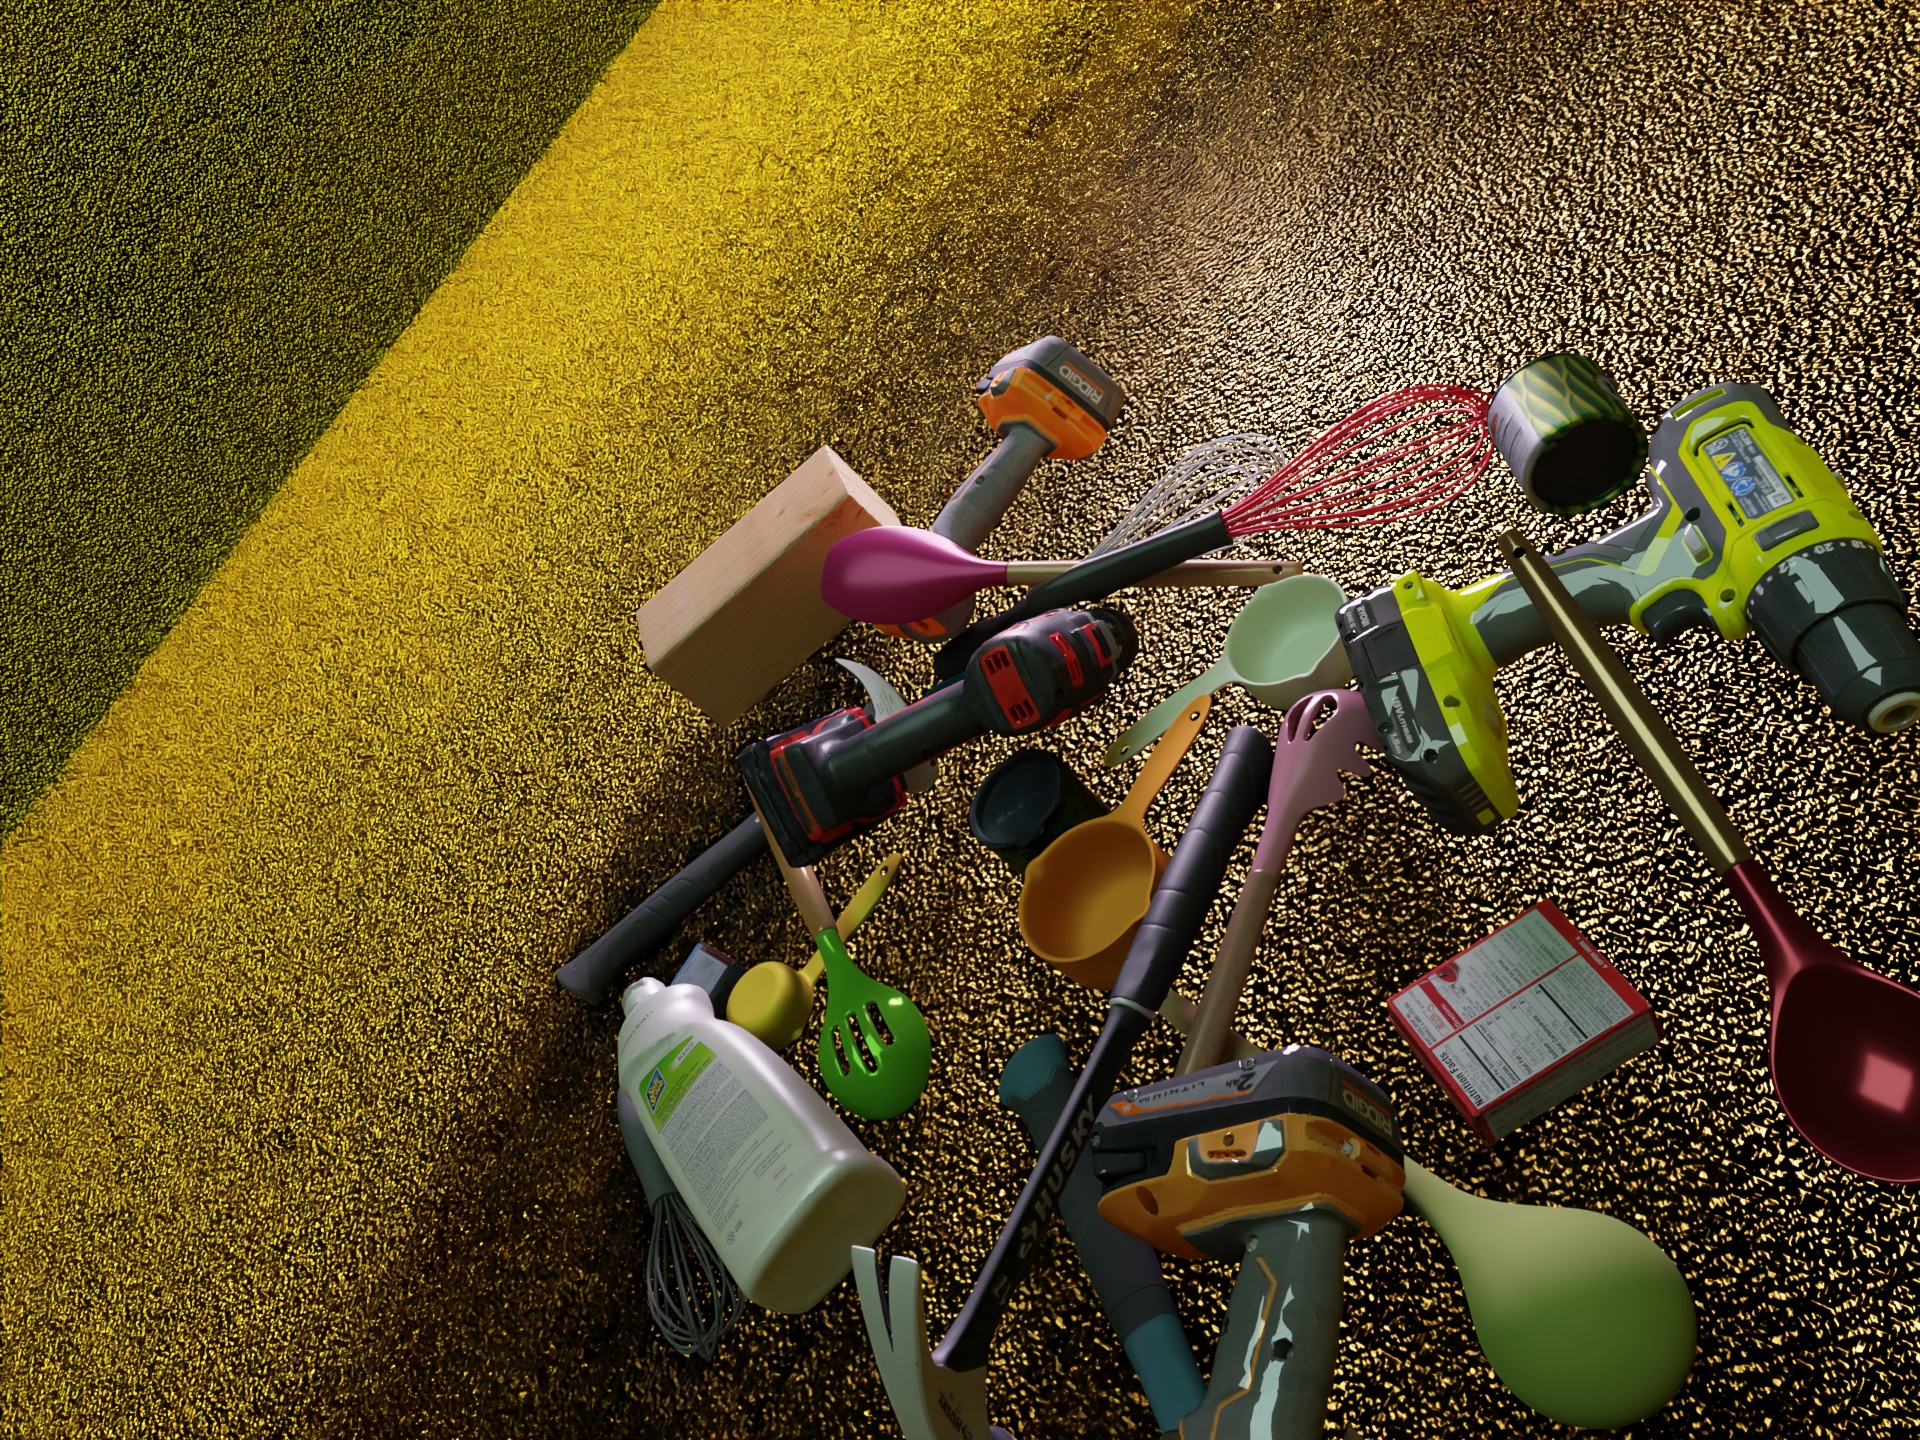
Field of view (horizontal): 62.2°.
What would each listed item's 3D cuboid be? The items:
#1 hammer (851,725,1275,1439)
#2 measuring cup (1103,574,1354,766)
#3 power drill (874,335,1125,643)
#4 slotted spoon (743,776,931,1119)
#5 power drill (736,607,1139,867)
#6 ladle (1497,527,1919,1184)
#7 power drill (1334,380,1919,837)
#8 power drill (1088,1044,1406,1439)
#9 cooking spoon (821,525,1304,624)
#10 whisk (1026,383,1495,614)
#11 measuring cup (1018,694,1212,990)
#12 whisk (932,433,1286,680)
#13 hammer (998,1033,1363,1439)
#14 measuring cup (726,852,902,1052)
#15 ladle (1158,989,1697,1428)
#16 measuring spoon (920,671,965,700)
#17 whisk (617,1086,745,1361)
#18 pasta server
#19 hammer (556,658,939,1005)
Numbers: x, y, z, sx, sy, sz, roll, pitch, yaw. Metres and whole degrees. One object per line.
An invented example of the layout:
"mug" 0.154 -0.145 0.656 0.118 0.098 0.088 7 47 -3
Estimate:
"hammer" 0.070 0.145 0.739 0.036 0.149 0.409 1 41 34
"measuring cup" 0.156 -0.015 0.908 0.167 0.038 0.083 -37 38 17
"power drill" 0.008 -0.156 1.138 0.226 0.084 0.164 -56 16 -5
"slotted spoon" -0.095 0.120 1.007 0.070 0.031 0.314 -36 44 5
"power drill" -0.002 -0.003 0.965 0.226 0.080 0.188 -27 0 26
"ladle" 0.301 0.039 0.650 0.069 0.031 0.316 -32 57 16
"power drill" 0.308 -0.038 0.743 0.228 0.080 0.191 -28 45 22
"power drill" 0.091 0.257 0.615 0.185 0.084 0.226 -26 41 36
"cooking spoon" 0.055 -0.093 1.004 0.319 0.017 0.069 2 76 21
"whisk" 0.173 -0.121 0.929 0.296 0.073 0.073 -21 43 18
"measuring cup" 0.103 0.068 0.872 0.095 0.052 0.174 15 66 50
"whisk" 0.090 -0.099 1.039 0.284 0.070 0.070 -31 39 29
"hammer" 0.080 0.265 0.715 0.128 0.033 0.331 -36 34 6
"measuring cup" -0.094 0.142 1.018 0.156 0.029 0.062 -52 37 -4
"ladle" 0.179 0.191 0.701 0.078 0.062 0.320 -47 29 -7
"measuring spoon" 0.022 -0.030 1.071 0.128 0.021 0.042 -24 85 41
"whisk" -0.178 0.290 0.958 0.055 0.055 0.239 -46 33 2
"pasta server" 0.145 0.105 0.785 0.060 0.040 0.316 -5 50 45
"hammer" -0.162 0.090 1.133 0.335 0.035 0.146 -40 38 11
